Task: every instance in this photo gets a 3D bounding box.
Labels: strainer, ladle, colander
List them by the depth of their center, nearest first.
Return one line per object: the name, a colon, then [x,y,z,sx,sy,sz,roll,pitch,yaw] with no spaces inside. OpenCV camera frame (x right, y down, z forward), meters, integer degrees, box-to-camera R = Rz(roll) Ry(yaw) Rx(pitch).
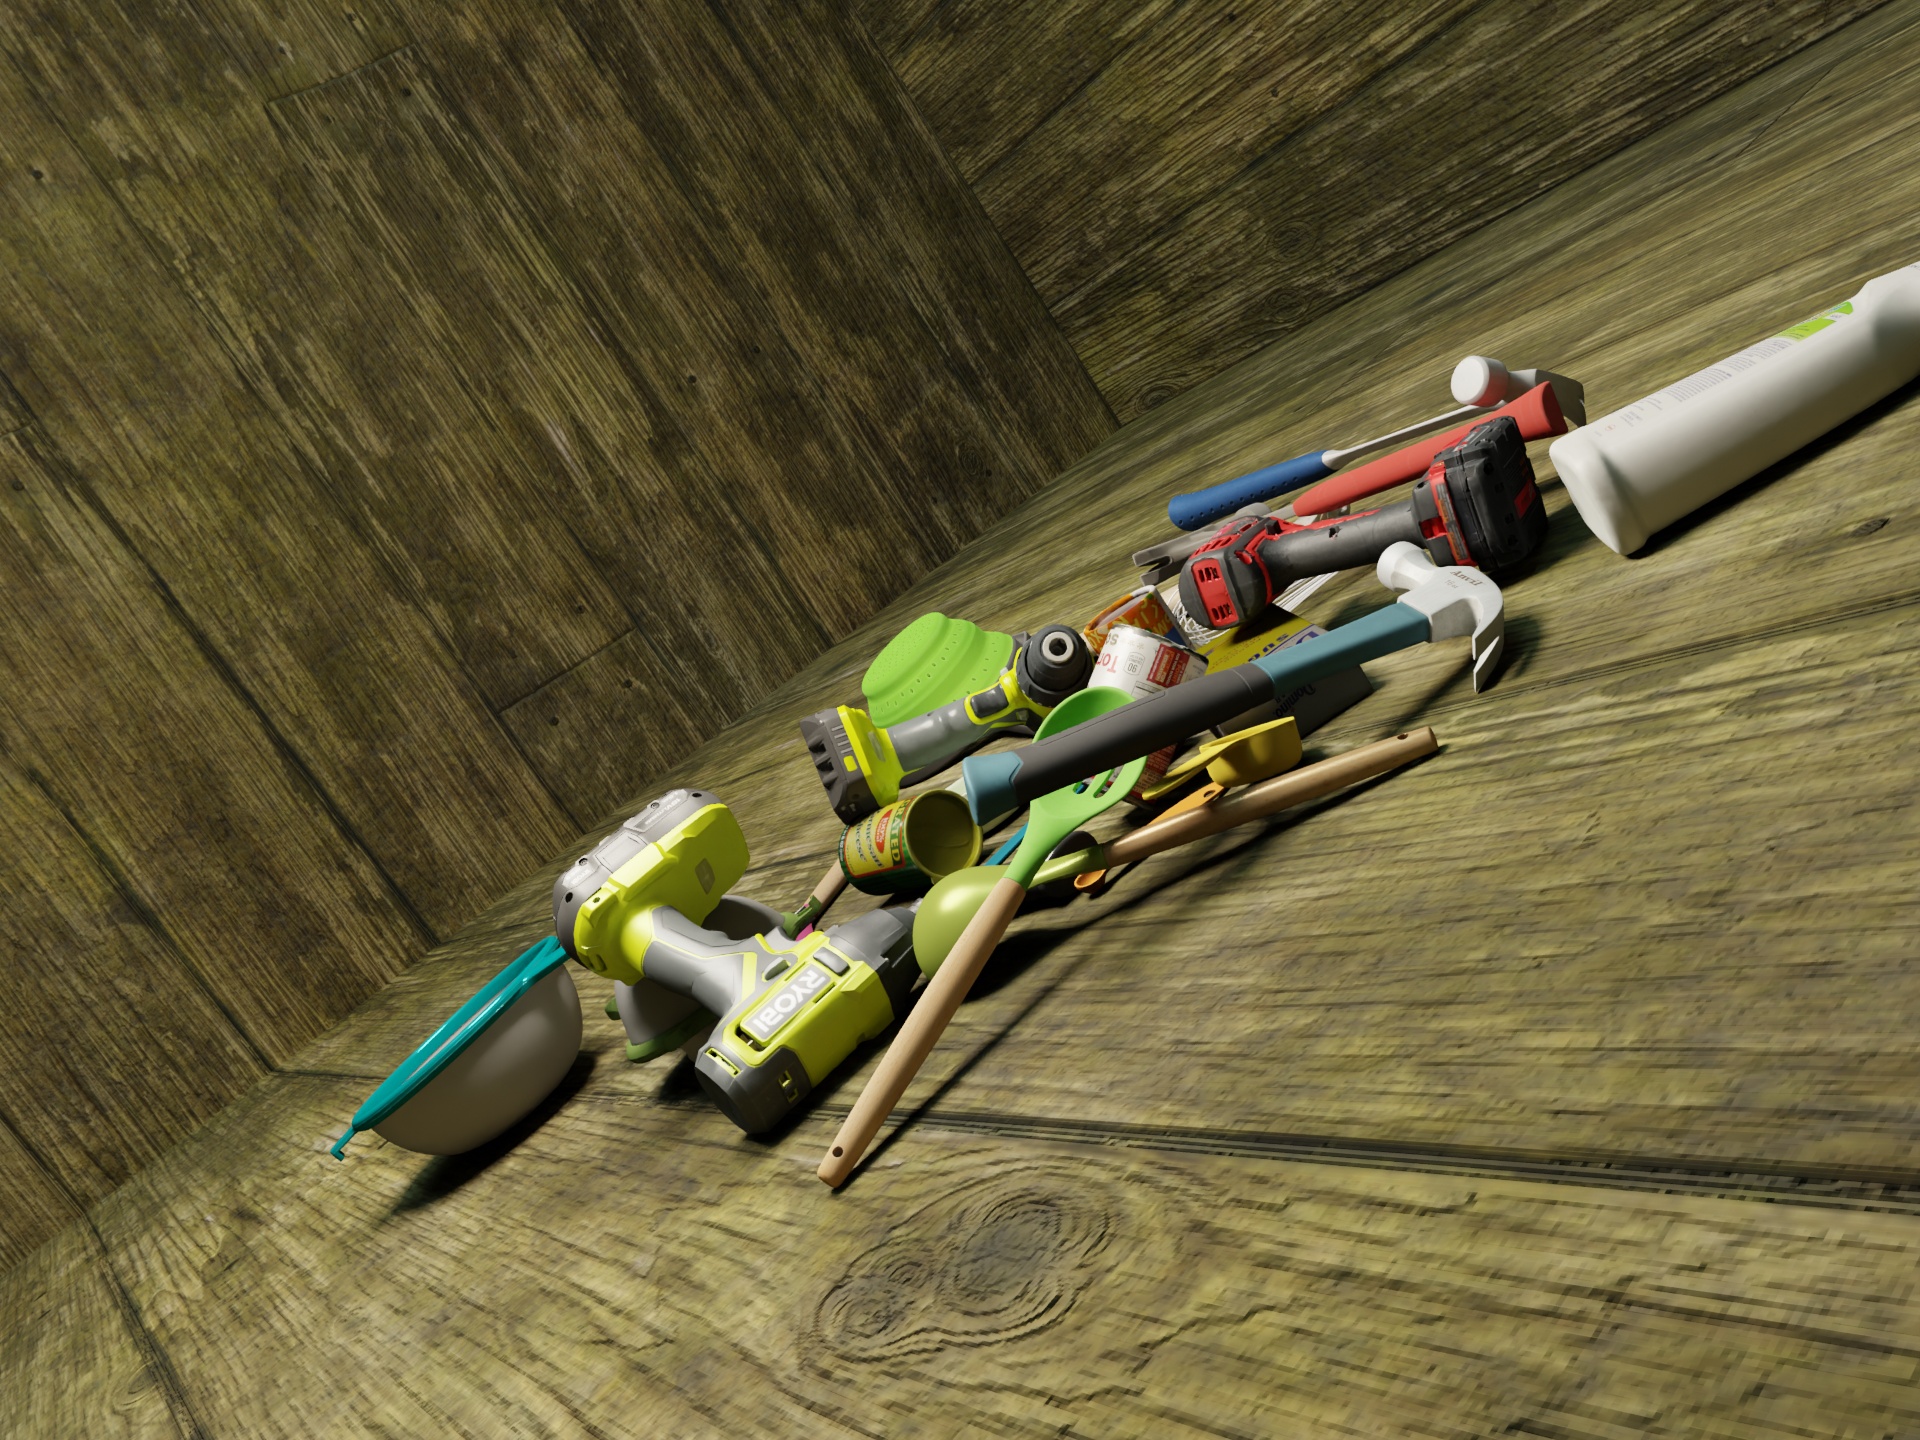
ladle: [0.110,0.075,0.872,0.320,0.062,0.078,-23,20,23]
strainer: [-0.217,0.176,1.147,0.151,0.069,0.256,-44,11,-35]
strainer: [-0.331,0.245,1.255,0.340,0.095,0.211,-36,10,26]
colander: [-0.001,-0.035,1.496,0.204,0.094,0.397,-49,17,-12]

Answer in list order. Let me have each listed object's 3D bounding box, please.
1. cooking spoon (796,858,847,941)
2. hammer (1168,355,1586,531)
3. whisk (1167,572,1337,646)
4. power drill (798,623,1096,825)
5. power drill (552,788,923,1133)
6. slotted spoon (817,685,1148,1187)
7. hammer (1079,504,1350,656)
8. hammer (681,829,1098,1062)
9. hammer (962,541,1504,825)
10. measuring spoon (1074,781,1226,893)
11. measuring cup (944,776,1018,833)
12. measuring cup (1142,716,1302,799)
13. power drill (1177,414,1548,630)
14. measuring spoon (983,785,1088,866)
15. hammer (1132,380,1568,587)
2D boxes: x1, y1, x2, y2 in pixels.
cooking spoon: [-0.113,0.144,1.308,0.069,0.017,0.319,-28,12,30]
hammer: [0.317,-0.213,1.295,0.144,0.035,0.405,1,-7,-31]
whisk: [0.283,-0.126,1.209,0.284,0.070,0.070,-27,11,17]
power drill: [-0.002,-0.004,1.221,0.228,0.080,0.190,-23,-10,-2]
power drill: [-0.134,0.135,0.987,0.223,0.080,0.171,28,57,38]
slotted spoon: [0.013,0.107,0.841,0.070,0.031,0.314,18,60,30]
hammer: [0.168,-0.093,1.479,0.410,0.038,0.146,-27,14,40]
hammer: [-0.042,0.137,1.054,0.335,0.035,0.146,-27,13,37]
hammer: [0.150,-0.017,0.861,0.331,0.033,0.128,-21,31,-15]
measuring spoon: [0.116,0.069,0.944,0.117,0.011,0.021,-33,17,-16]
measuring cup: [-0.010,0.076,1.250,0.083,0.038,0.167,-40,7,-39]
measuring cup: [0.142,0.031,0.876,0.062,0.029,0.156,-19,3,36]
power drill: [0.263,-0.125,1.054,0.220,0.078,0.143,-15,12,32]
measuring spoon: [0.048,0.085,1.087,0.128,0.021,0.042,-44,11,-4]
hammer: [0.288,-0.172,1.184,0.149,0.036,0.359,-25,4,-33]
